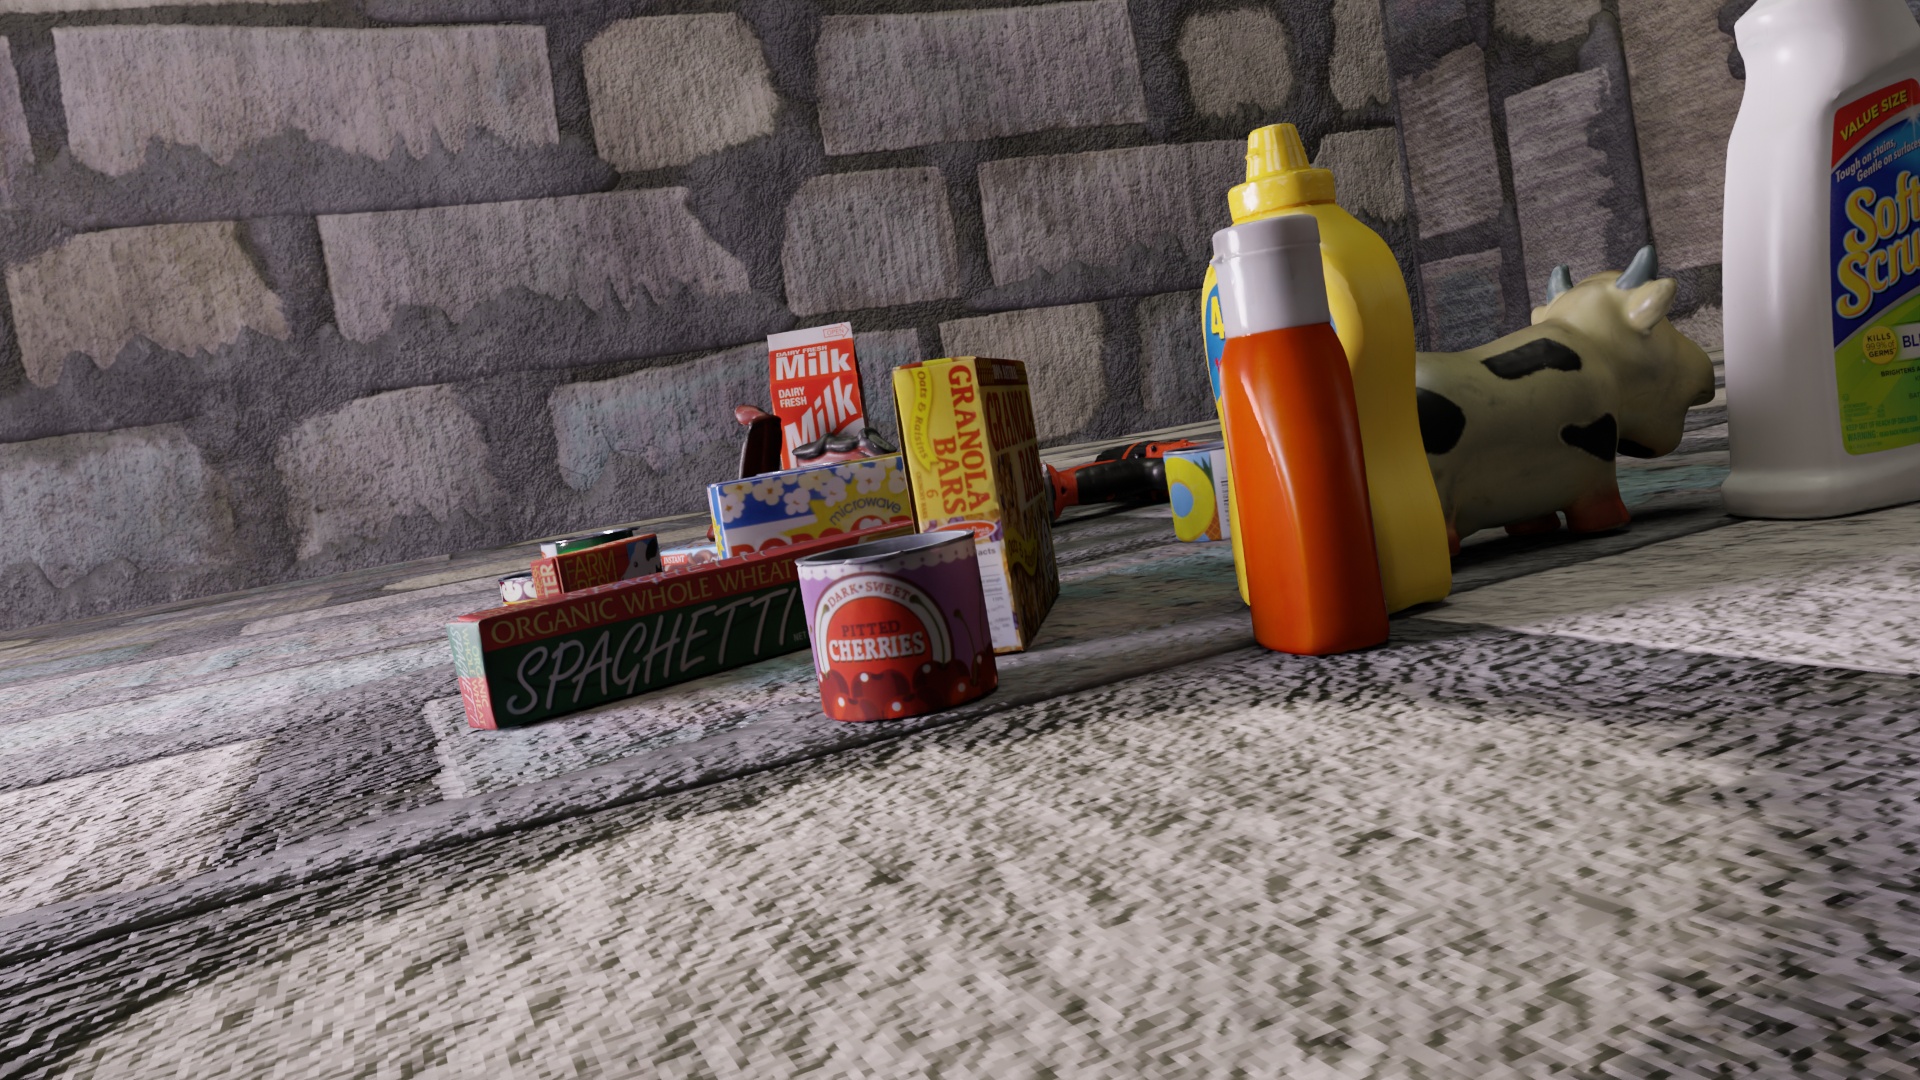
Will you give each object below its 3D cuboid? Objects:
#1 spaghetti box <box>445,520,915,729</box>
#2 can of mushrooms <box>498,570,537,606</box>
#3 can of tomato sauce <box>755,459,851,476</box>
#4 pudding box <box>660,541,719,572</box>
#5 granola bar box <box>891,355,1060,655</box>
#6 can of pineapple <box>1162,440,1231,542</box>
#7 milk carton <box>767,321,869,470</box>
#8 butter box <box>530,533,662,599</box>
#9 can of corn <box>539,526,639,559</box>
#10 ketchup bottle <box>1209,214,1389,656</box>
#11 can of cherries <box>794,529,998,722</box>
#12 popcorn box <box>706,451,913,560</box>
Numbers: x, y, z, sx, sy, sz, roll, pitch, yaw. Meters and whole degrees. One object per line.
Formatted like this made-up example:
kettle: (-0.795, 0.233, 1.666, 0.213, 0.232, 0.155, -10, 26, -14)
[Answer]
spaghetti box: (-0.113, 0.035, 0.660, 0.251, 0.050, 0.028, -13, 6, -40)
can of mushrooms: (-0.323, 0.039, 1.085, 0.071, 0.033, 0.071, -9, 5, 1)
can of tomato sauce: (-0.104, -0.010, 0.963, 0.071, 0.083, 0.071, -9, 5, 1)
pudding box: (-0.139, 0.024, 0.829, 0.083, 0.049, 0.030, -5, 6, 42)
granola bar box: (0.011, -0.021, 0.644, 0.039, 0.124, 0.166, -8, 5, 10)
can of pineapple: (0.163, -0.033, 0.874, 0.071, 0.058, 0.071, -9, 5, 1)
milk carton: (-0.109, -0.079, 1.140, 0.072, 0.190, 0.073, -9, 4, -1)
butter box: (-0.242, 0.029, 0.941, 0.024, 0.053, 0.104, -7, 5, 28)
can of corn: (-0.264, 0.024, 1.010, 0.071, 0.058, 0.071, -9, 5, 1)
ketchup bottle: (0.116, -0.037, 0.488, 0.043, 0.148, 0.065, -10, 4, -5)
can of cherries: (-0.023, 0.030, 0.502, 0.071, 0.058, 0.071, -9, 5, 1)
popcorn box: (-0.073, 0.000, 0.782, 0.127, 0.085, 0.038, -11, 5, -18)
